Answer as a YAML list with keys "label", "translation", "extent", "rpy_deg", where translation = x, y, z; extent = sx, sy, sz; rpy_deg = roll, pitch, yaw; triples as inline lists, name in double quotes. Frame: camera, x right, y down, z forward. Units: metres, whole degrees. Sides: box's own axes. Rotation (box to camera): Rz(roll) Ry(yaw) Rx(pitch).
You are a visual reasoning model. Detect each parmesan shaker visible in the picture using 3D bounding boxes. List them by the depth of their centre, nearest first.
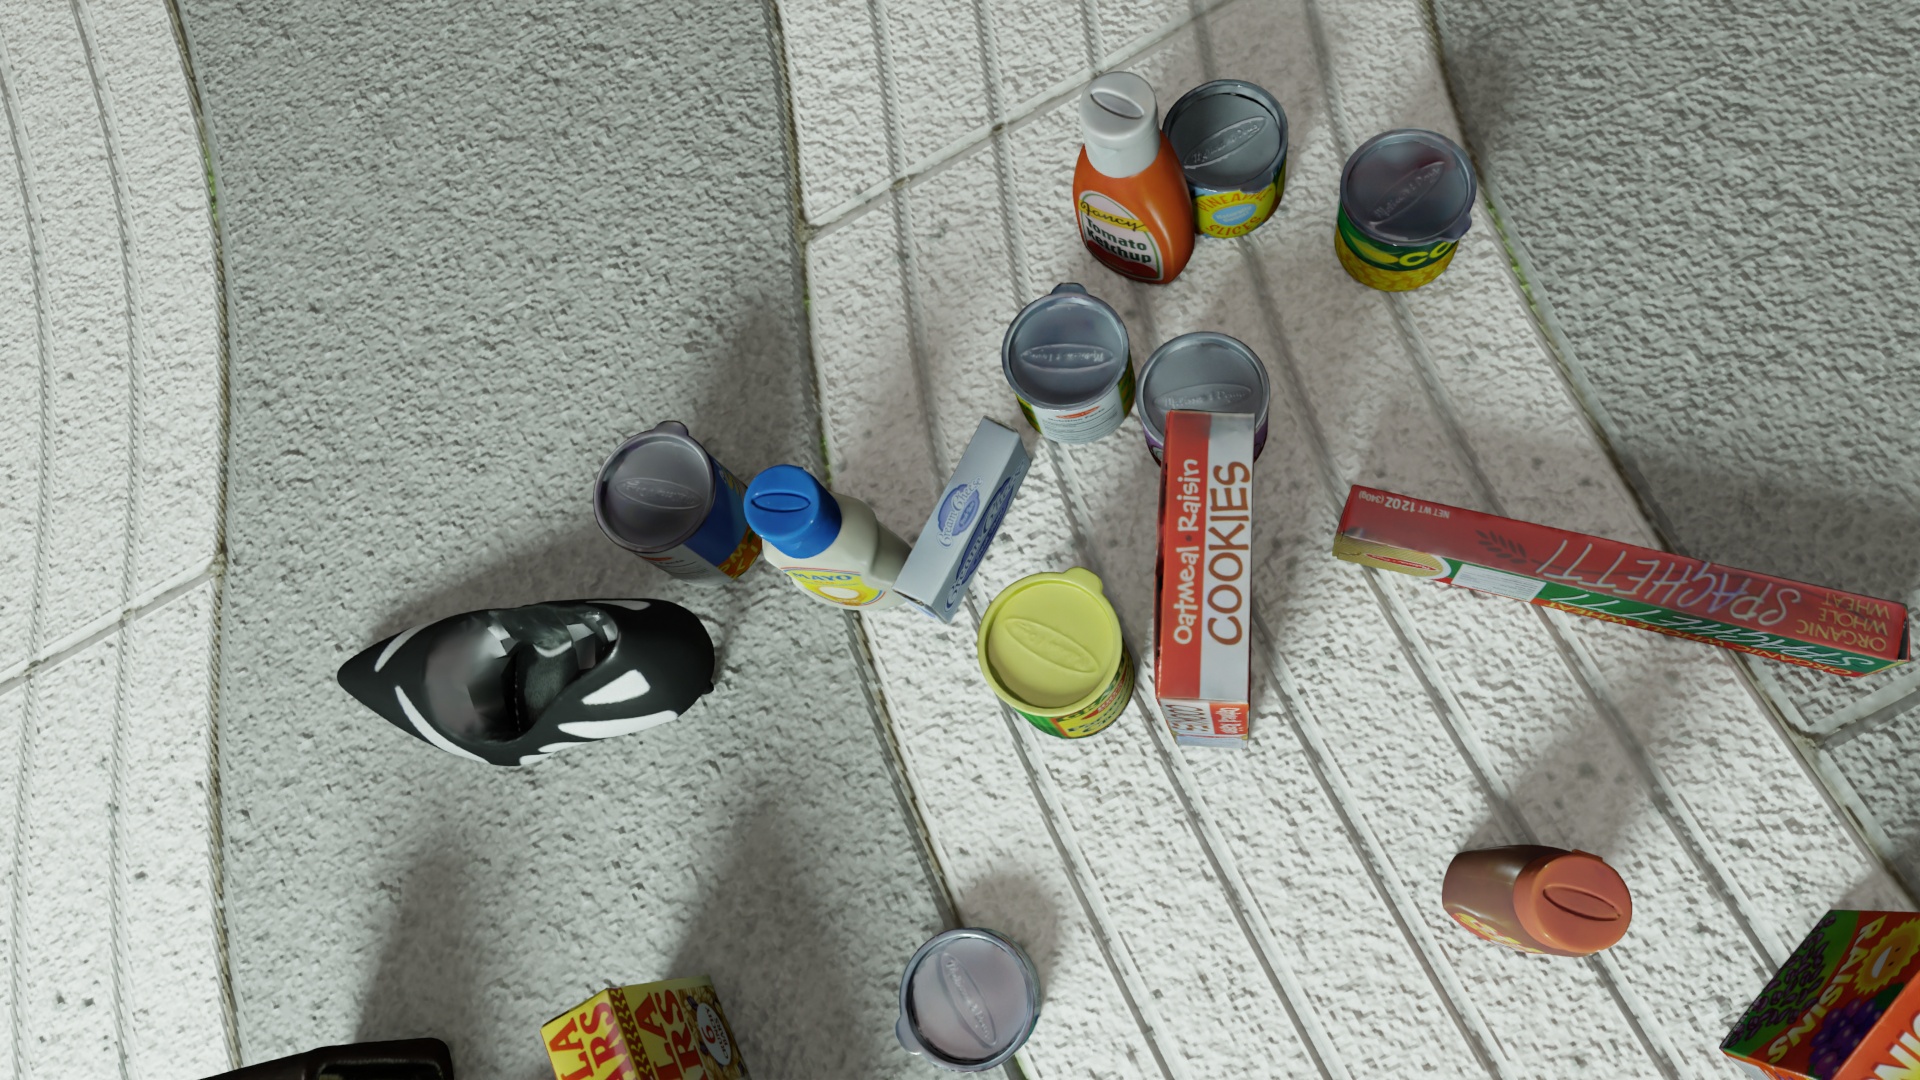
- label: "parmesan shaker"
  translation: [0.051, 0.057, 0.675]
  extent: [0.071, 0.103, 0.071]
  rpy_deg: [-3, 75, 10]

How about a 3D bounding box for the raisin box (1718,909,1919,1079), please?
- label: "raisin box"
  translation: [0.370, 0.195, 0.565]
  extent: [0.040, 0.123, 0.086]
  rpy_deg: [41, 86, 18]

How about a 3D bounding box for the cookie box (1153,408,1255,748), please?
- label: "cookie box"
  translation: [0.114, 0.025, 0.638]
  extent: [0.040, 0.167, 0.123]
  rpy_deg: [1, 76, 11]

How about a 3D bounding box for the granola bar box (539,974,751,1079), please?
- label: "granola bar box"
  translation: [-0.122, 0.287, 0.635]
  extent: [0.039, 0.124, 0.166]
  rpy_deg: [-28, 72, 3]

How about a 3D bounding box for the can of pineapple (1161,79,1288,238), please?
- label: "can of pineapple"
  translation: [0.143, -0.203, 0.752]
  extent: [0.071, 0.057, 0.071]
  rpy_deg: [-3, 75, 10]

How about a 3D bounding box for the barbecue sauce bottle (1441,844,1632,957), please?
- label: "barbecue sauce bottle"
  translation: [0.246, 0.152, 0.587]
  extent: [0.065, 0.148, 0.044]
  rpy_deg: [17, 80, 15]

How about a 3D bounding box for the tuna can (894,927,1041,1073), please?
- label: "tuna can"
  translation: [0.004, 0.224, 0.676]
  extent: [0.071, 0.032, 0.071]
  rpy_deg: [-3, 75, 10]

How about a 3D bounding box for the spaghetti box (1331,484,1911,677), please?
- label: "spaghetti box"
  translation: [0.307, 0.019, 0.663]
  extent: [0.250, 0.050, 0.029]
  rpy_deg: [14, 79, 14]

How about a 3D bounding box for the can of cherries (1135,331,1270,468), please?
- label: "can of cherries"
  translation: [0.125, -0.064, 0.717]
  extent: [0.071, 0.058, 0.071]
  rpy_deg: [-3, 75, 10]

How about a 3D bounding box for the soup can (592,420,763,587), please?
- label: "soup can"
  translation: [-0.147, -0.018, 0.744]
  extent: [0.071, 0.083, 0.071]
  rpy_deg: [-3, 75, 10]

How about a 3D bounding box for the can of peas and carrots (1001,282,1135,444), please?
- label: "can of peas and carrots"
  translation: [0.059, -0.093, 0.738]
  extent: [0.071, 0.058, 0.071]
  rpy_deg: [-3, 75, 10]

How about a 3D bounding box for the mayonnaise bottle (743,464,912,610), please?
- label: "mayonnaise bottle"
  translation: [-0.067, 0.001, 0.690]
  extent: [0.065, 0.148, 0.041]
  rpy_deg: [2, 76, 12]

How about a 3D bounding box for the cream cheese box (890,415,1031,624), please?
- label: "cream cheese box"
  translation: [0.003, -0.009, 0.729]
  extent: [0.024, 0.053, 0.104]
  rpy_deg: [25, 81, 16]

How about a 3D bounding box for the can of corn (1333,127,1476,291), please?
- label: "can of corn"
  translation: [0.232, -0.169, 0.725]
  extent: [0.071, 0.058, 0.071]
  rpy_deg: [-3, 75, 10]

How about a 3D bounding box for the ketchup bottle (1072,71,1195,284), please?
- label: "ketchup bottle"
  translation: [0.086, -0.184, 0.710]
  extent: [0.065, 0.148, 0.043]
  rpy_deg: [29, 83, 17]
